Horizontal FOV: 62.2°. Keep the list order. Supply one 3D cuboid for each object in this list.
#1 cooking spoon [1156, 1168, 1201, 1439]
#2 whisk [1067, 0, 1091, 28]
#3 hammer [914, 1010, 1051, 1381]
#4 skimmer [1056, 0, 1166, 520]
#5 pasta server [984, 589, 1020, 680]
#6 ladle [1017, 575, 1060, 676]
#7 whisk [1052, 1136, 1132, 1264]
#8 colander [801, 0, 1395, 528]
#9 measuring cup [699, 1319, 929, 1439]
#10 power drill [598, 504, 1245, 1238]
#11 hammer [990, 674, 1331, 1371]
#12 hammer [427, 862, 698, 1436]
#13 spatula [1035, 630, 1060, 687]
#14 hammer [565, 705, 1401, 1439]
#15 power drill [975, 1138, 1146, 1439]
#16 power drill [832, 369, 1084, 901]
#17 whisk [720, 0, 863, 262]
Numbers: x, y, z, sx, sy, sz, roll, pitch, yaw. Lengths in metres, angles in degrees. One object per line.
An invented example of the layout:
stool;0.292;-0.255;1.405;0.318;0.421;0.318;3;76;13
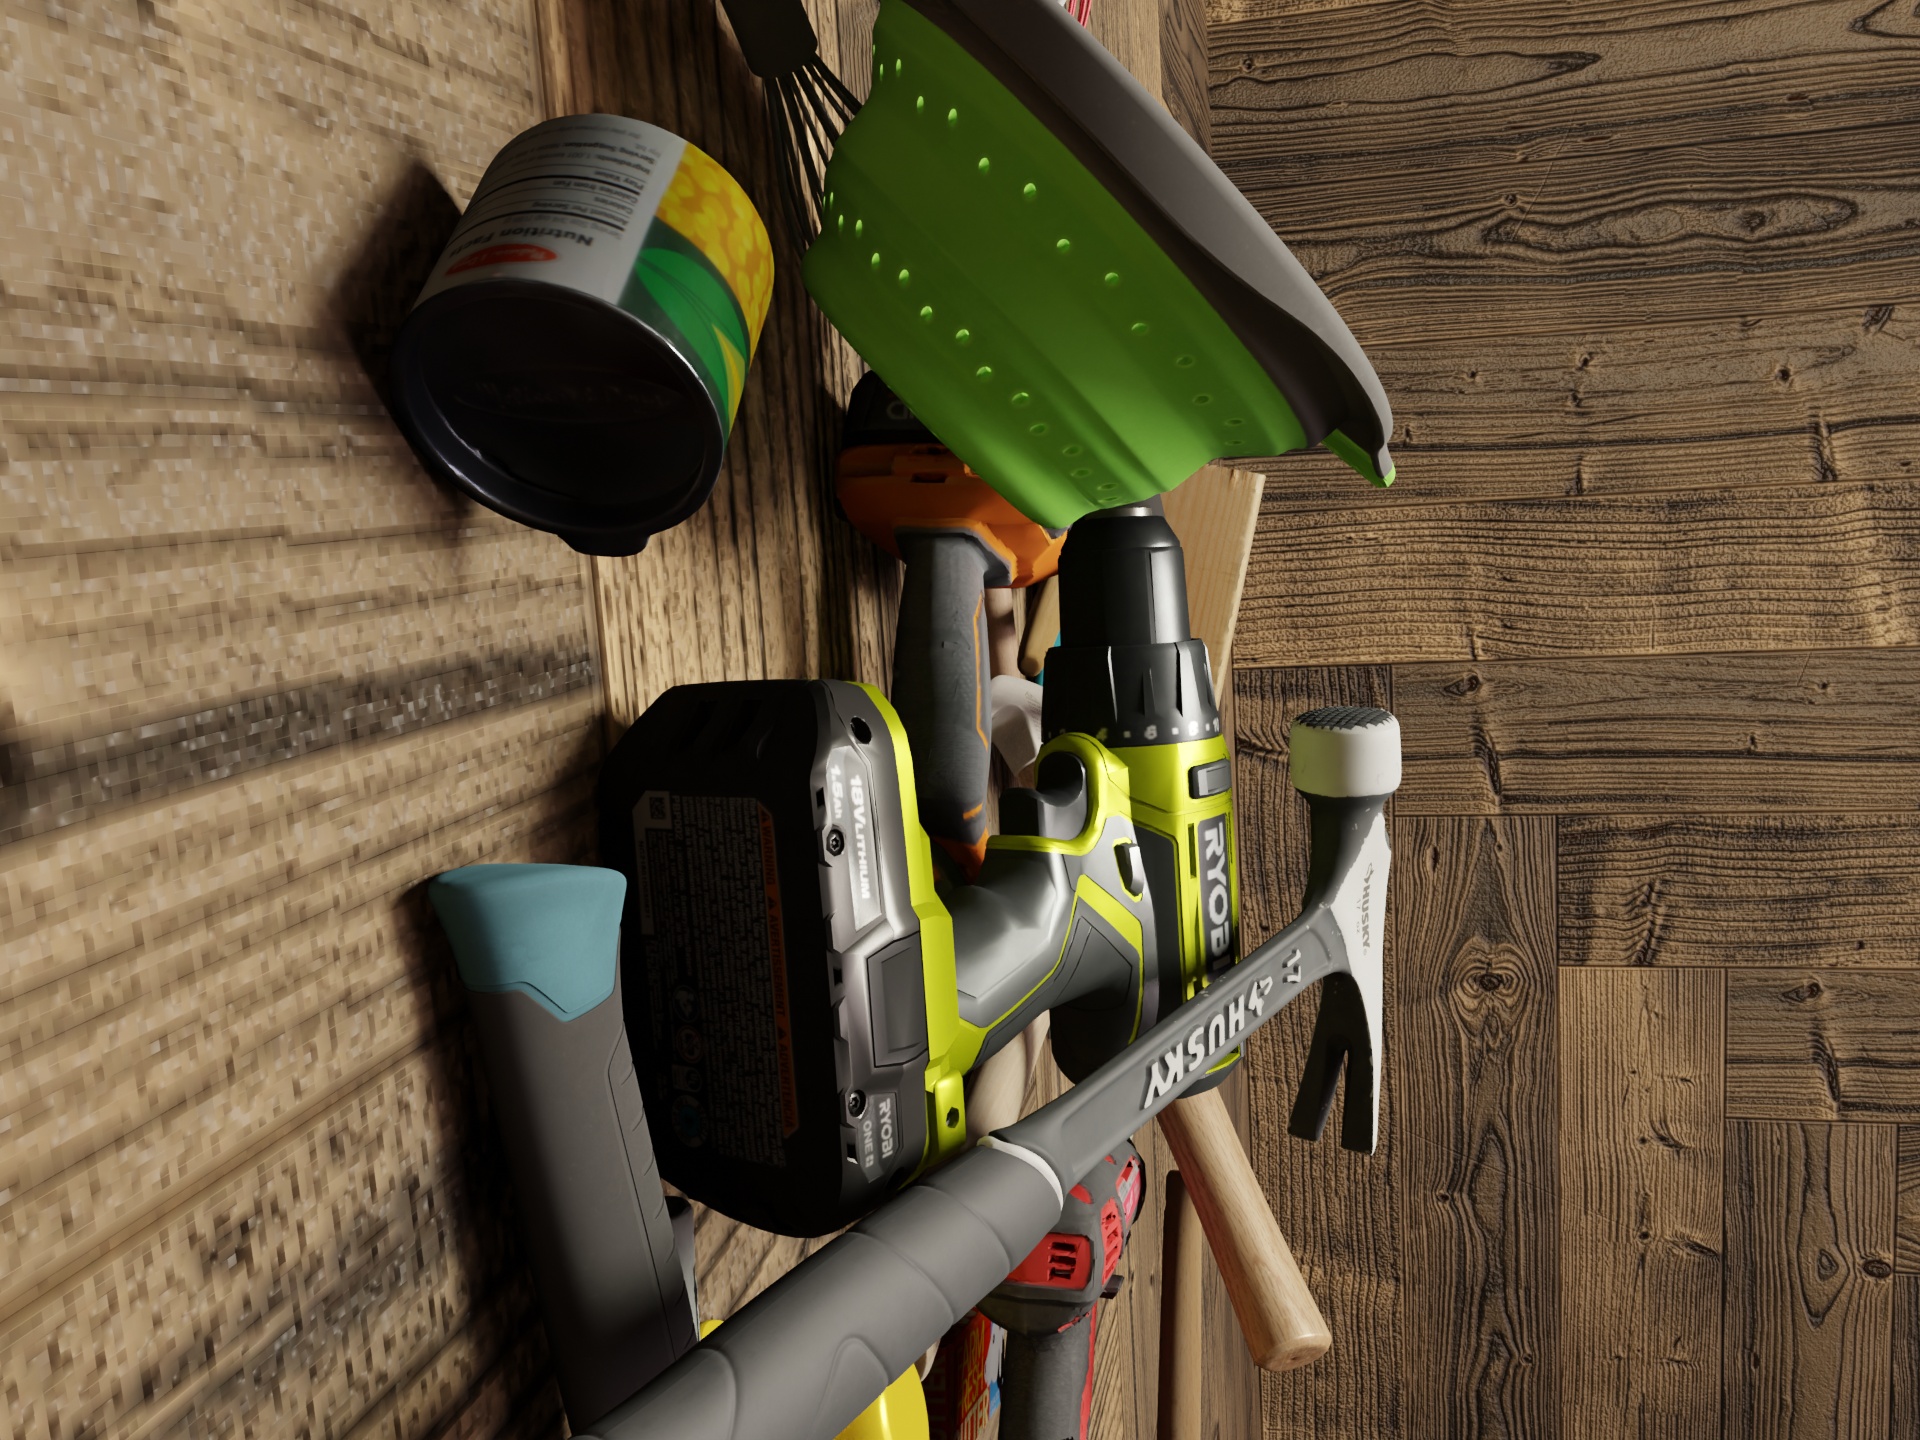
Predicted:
cooking spoon;0.084;0.341;0.623;0.068;0.017;0.319;37;54;-71
whisk;0.027;-0.280;0.804;0.073;0.073;0.295;-37;131;-73
hammer;0.021;0.178;0.766;0.411;0.038;0.146;-52;140;-68
skimmer;0.076;-0.182;0.612;0.127;0.090;0.363;-81;158;-81
pasta server;0.015;-0.123;0.769;0.060;0.040;0.316;-117;-164;-56
ladle;0.052;-0.076;0.867;0.315;0.031;0.069;-68;158;-69
whisk;0.096;0.222;0.934;0.057;0.059;0.246;21;86;-39
colander;-0.027;-0.160;0.410;0.396;0.094;0.205;37;13;-42
measuring cup;-0.042;0.211;0.498;0.156;0.029;0.062;65;15;-54
power drill;0.009;0.033;0.464;0.228;0.080;0.190;-9;97;-52
hammer;0.073;0.110;0.682;0.130;0.031;0.332;20;37;-42
hammer;-0.067;0.186;0.365;0.128;0.033;0.331;-30;115;-57
spatula;0.066;0.096;0.793;0.082;0.044;0.318;33;39;-36
hammer;0.024;0.109;0.393;0.409;0.036;0.149;-20;111;-52
power drill;0.039;0.267;0.631;0.143;0.078;0.219;-9;100;-76
power drill;-0.001;-0.002;0.609;0.164;0.084;0.226;40;54;-73
whisk;-0.052;-0.207;0.487;0.238;0.055;0.055;62;29;-53
